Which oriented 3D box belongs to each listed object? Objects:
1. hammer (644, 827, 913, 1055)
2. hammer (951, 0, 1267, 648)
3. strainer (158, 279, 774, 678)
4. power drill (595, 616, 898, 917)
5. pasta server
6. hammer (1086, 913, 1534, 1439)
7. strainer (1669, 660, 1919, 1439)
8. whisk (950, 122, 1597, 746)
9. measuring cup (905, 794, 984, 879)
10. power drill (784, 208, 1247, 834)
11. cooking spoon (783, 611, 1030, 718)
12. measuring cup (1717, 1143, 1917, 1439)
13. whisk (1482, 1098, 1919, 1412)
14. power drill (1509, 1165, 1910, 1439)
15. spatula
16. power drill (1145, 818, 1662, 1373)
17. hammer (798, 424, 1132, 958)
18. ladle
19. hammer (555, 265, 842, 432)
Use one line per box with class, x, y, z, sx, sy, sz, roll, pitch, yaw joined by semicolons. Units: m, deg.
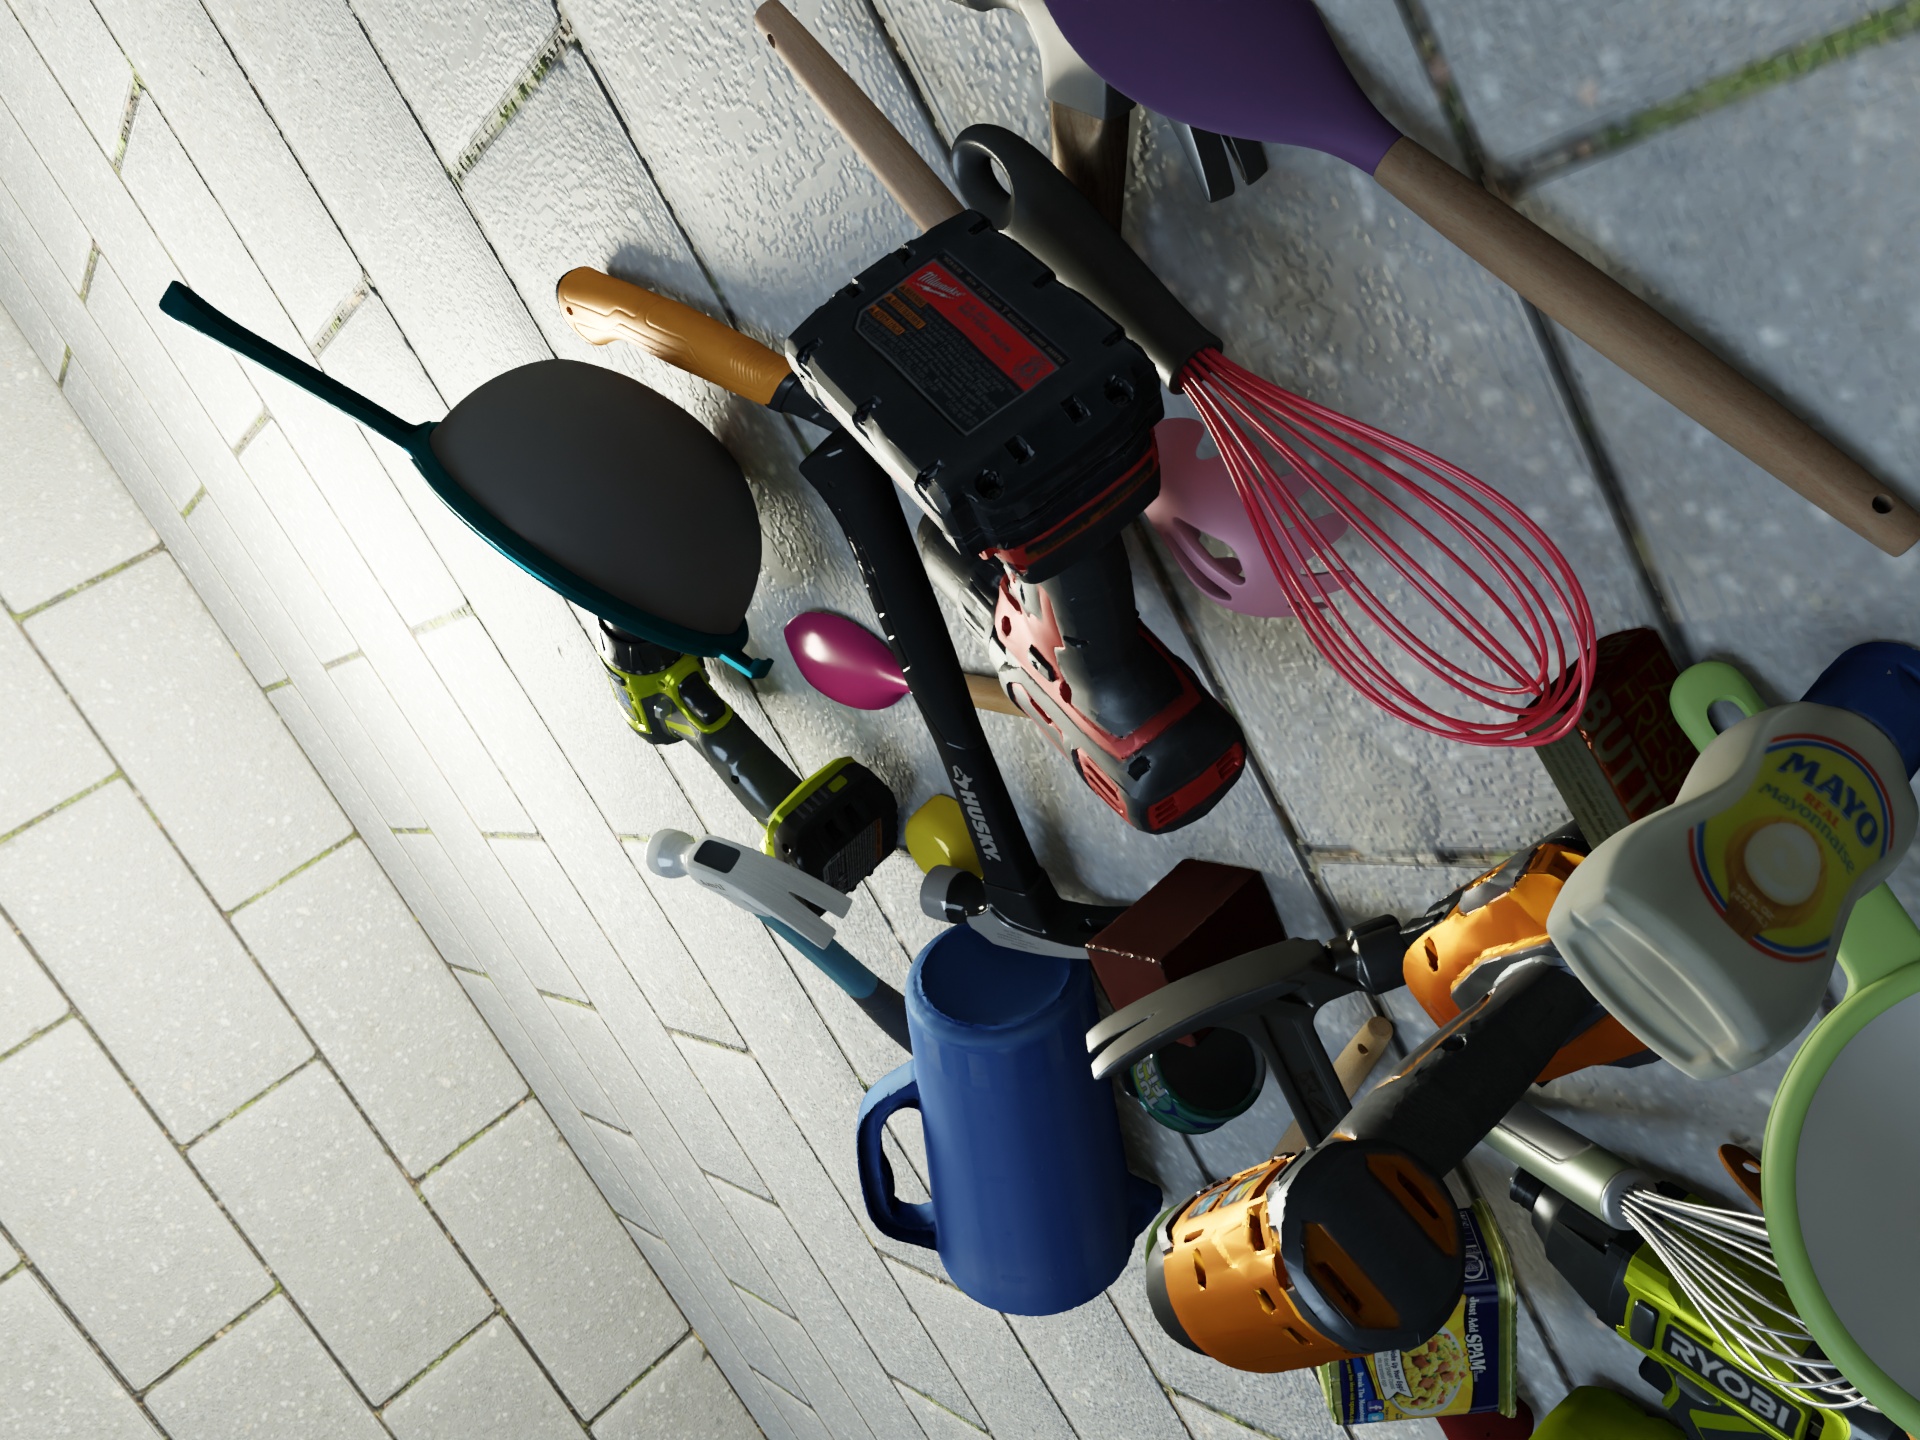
hammer;-0.056;0.174;1.013;0.128;0.033;0.330;7;148;45
hammer;0.051;-0.135;0.634;0.130;0.031;0.331;35;147;31
strainer;-0.230;-0.158;0.835;0.340;0.095;0.211;30;-166;-33
power drill;-0.145;0.006;1.002;0.229;0.080;0.190;44;161;15
pasta server;0.025;-0.157;0.589;0.316;0.040;0.060;52;153;12
hammer;0.196;0.254;0.774;0.037;0.149;0.358;-95;-21;-62
strainer;0.292;0.098;0.488;0.257;0.151;0.069;64;-171;20
whisk;0.089;-0.103;0.520;0.296;0.073;0.073;50;152;20
measuring cup;0.008;0.118;0.972;0.062;0.029;0.156;9;127;52
power drill;0.018;-0.072;0.589;0.188;0.080;0.226;50;173;36
cooking spoon;-0.007;-0.018;0.858;0.319;0.017;0.068;11;132;51
measuring cup;0.334;0.189;0.544;0.174;0.095;0.052;-128;42;-53
whisk;0.258;0.184;0.602;0.059;0.058;0.246;67;170;-11
power drill;0.310;0.297;0.685;0.171;0.080;0.223;30;141;42
spatula;0.146;-0.150;0.471;0.316;0.060;0.018;41;-179;13
power drill;0.159;0.141;0.572;0.084;0.226;0.164;48;151;9
hammer;-0.001;-0.003;0.794;0.146;0.035;0.334;11;137;36
ladle;0.167;0.248;0.859;0.078;0.062;0.320;41;146;21
hammer;-0.104;-0.182;0.806;0.337;0.034;0.127;30;145;36
